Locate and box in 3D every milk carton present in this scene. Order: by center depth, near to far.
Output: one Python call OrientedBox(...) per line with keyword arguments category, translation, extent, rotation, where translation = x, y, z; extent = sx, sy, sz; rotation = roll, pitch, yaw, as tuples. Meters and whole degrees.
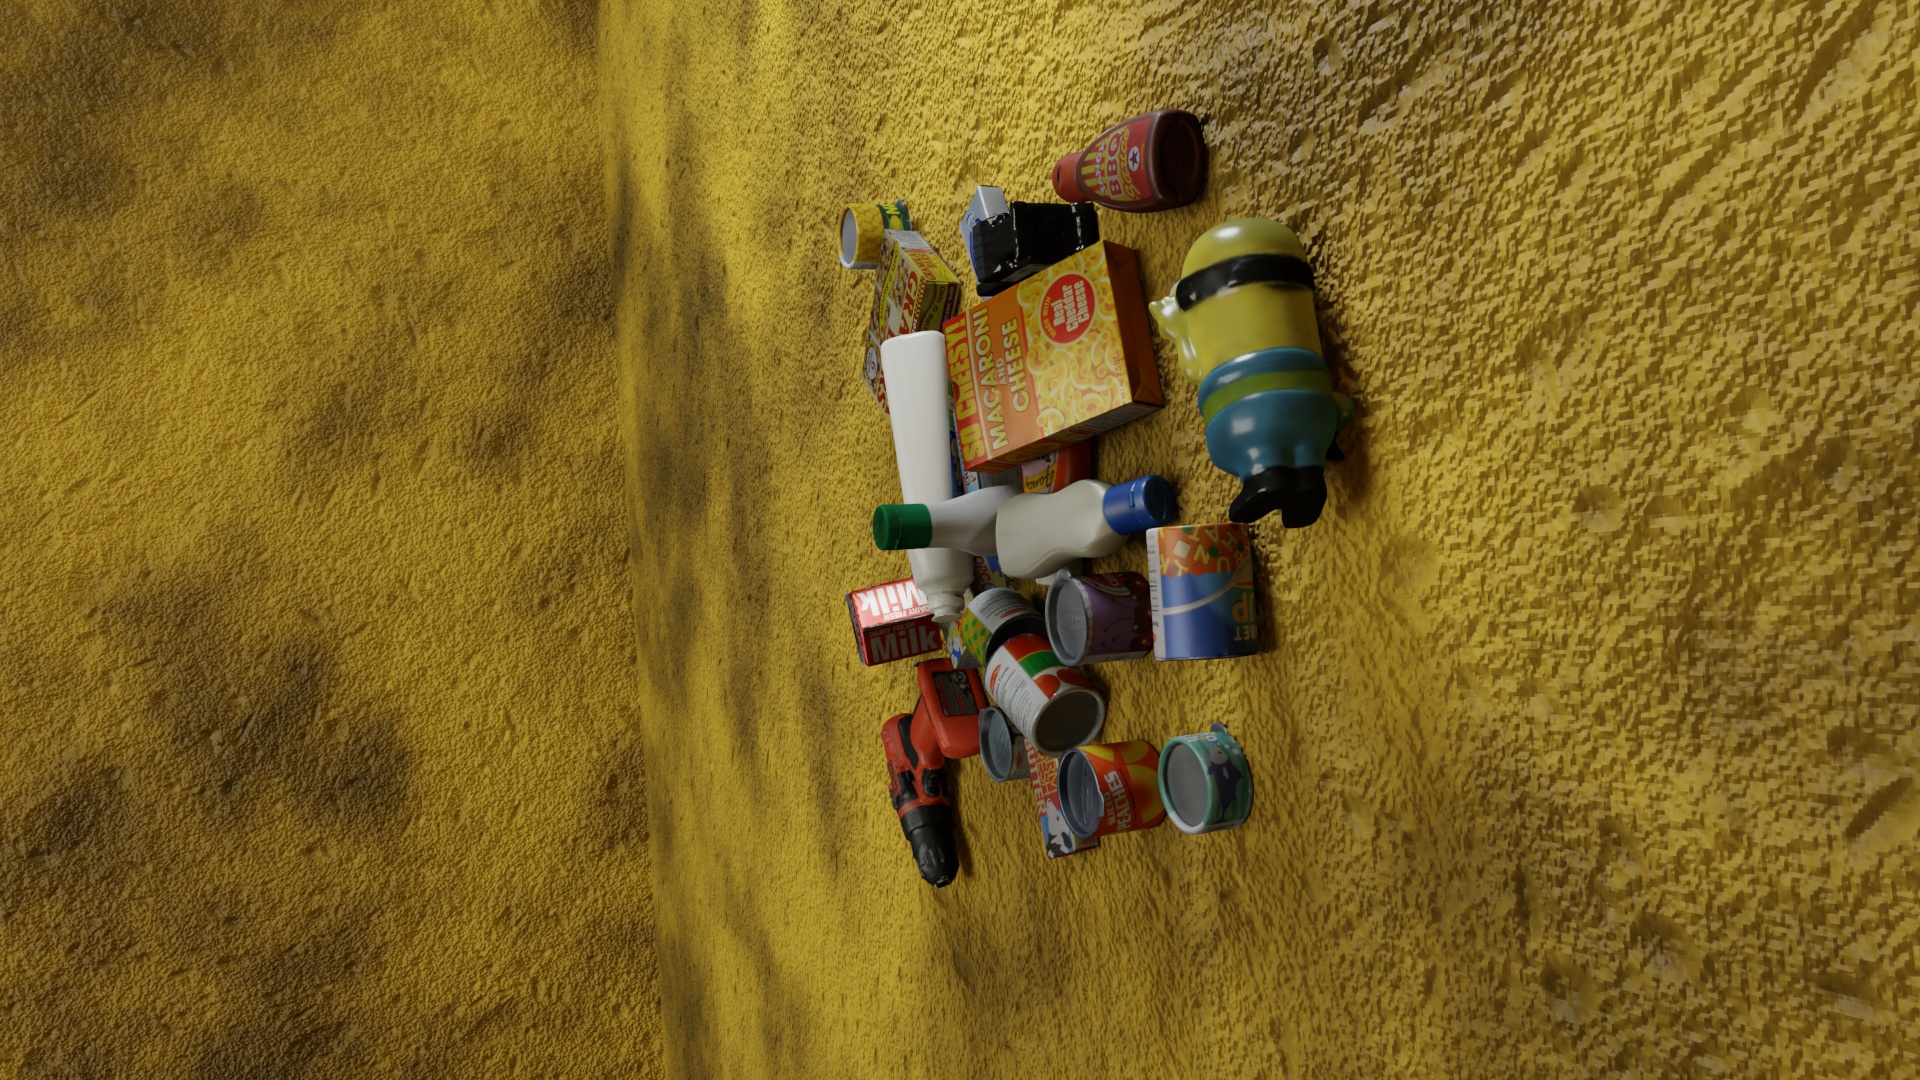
OrientedBox(category="milk carton", translation=(-0.064, 0.076, 1.314), extent=(0.190, 0.072, 0.073), rotation=(157, 100, -82))

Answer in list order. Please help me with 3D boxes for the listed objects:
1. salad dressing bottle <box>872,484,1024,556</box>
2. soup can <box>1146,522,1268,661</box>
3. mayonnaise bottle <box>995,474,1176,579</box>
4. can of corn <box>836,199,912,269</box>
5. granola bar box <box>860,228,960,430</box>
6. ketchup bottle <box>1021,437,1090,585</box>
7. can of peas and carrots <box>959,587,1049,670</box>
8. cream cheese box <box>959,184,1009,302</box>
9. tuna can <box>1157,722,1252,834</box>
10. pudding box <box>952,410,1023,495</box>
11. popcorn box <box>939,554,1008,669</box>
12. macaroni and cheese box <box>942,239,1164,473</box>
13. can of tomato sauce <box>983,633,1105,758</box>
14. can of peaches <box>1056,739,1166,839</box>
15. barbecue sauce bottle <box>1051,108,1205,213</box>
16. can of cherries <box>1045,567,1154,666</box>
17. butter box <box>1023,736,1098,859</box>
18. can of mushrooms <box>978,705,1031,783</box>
OrientedBox(category="salad dressing bottle", translation=(0.004, -0.014, 1.118), extent=(0.064, 0.148, 0.044), rotation=(111, 147, -43))
OrientedBox(category="soup can", translation=(0.156, 0.032, 0.881), extent=(0.071, 0.071, 0.083), rotation=(171, 96, -67))
OrientedBox(category="mayonnaise bottle", translation=(0.088, -0.014, 1.005), extent=(0.147, 0.041, 0.065), rotation=(-16, 71, 46))
OrientedBox(category="can of corn", translation=(-0.088, -0.309, 1.403), extent=(0.071, 0.058, 0.071), rotation=(177, 89, -66))
OrientedBox(category="granola bar box", translation=(-0.051, -0.203, 1.357), extent=(0.125, 0.039, 0.164), rotation=(-122, 36, -49))
OrientedBox(category="ketchup bottle", translation=(0.075, -0.041, 1.081), extent=(0.064, 0.043, 0.148), rotation=(5, 98, 57))
OrientedBox(category="can of peas and carrots", translation=(0.040, 0.082, 1.152), extent=(0.059, 0.071, 0.070), rotation=(-137, 49, -59))
OrientedBox(category="cream cheese box", translation=(0.029, -0.246, 1.184), extent=(0.053, 0.024, 0.104), rotation=(123, 138, -54))
OrientedBox(category="tuna can", translation=(0.161, 0.158, 0.922), extent=(0.071, 0.033, 0.071), rotation=(177, 89, -67))
OrientedBox(category="pudding box", translation=(0.026, -0.076, 1.183), extent=(0.030, 0.050, 0.084), rotation=(-27, 69, 61))
OrientedBox(category="popcorn box", translation=(0.006, 0.041, 1.260), extent=(0.084, 0.038, 0.127), rotation=(116, 143, -48))
OrientedBox(category="macaroni and cheese box", translation=(0.063, -0.131, 1.026), extent=(0.166, 0.040, 0.124), rotation=(-20, 73, 41))
OrientedBox(category="can of tomato sauce", translation=(0.068, 0.121, 1.093), extent=(0.083, 0.071, 0.071), rotation=(46, 134, 53))
OrientedBox(category="can of peaches", translation=(0.111, 0.181, 1.010), extent=(0.071, 0.058, 0.071), rotation=(178, 89, -66))
OrientedBox(category="barbecue sauce bottle", translation=(0.113, -0.258, 0.964), extent=(0.148, 0.044, 0.064), rotation=(-160, 68, -65))
OrientedBox(category="can of cherries", translation=(0.102, 0.054, 1.013), extent=(0.071, 0.058, 0.071), rotation=(177, 89, -68))
OrientedBox(category="butter box", translation=(0.081, 0.202, 1.126), extent=(0.053, 0.024, 0.104), rotation=(137, 126, -60))
OrientedBox(category="can of mushrooms", translation=(0.043, 0.172, 1.198), extent=(0.071, 0.033, 0.071), rotation=(177, 89, -67))
